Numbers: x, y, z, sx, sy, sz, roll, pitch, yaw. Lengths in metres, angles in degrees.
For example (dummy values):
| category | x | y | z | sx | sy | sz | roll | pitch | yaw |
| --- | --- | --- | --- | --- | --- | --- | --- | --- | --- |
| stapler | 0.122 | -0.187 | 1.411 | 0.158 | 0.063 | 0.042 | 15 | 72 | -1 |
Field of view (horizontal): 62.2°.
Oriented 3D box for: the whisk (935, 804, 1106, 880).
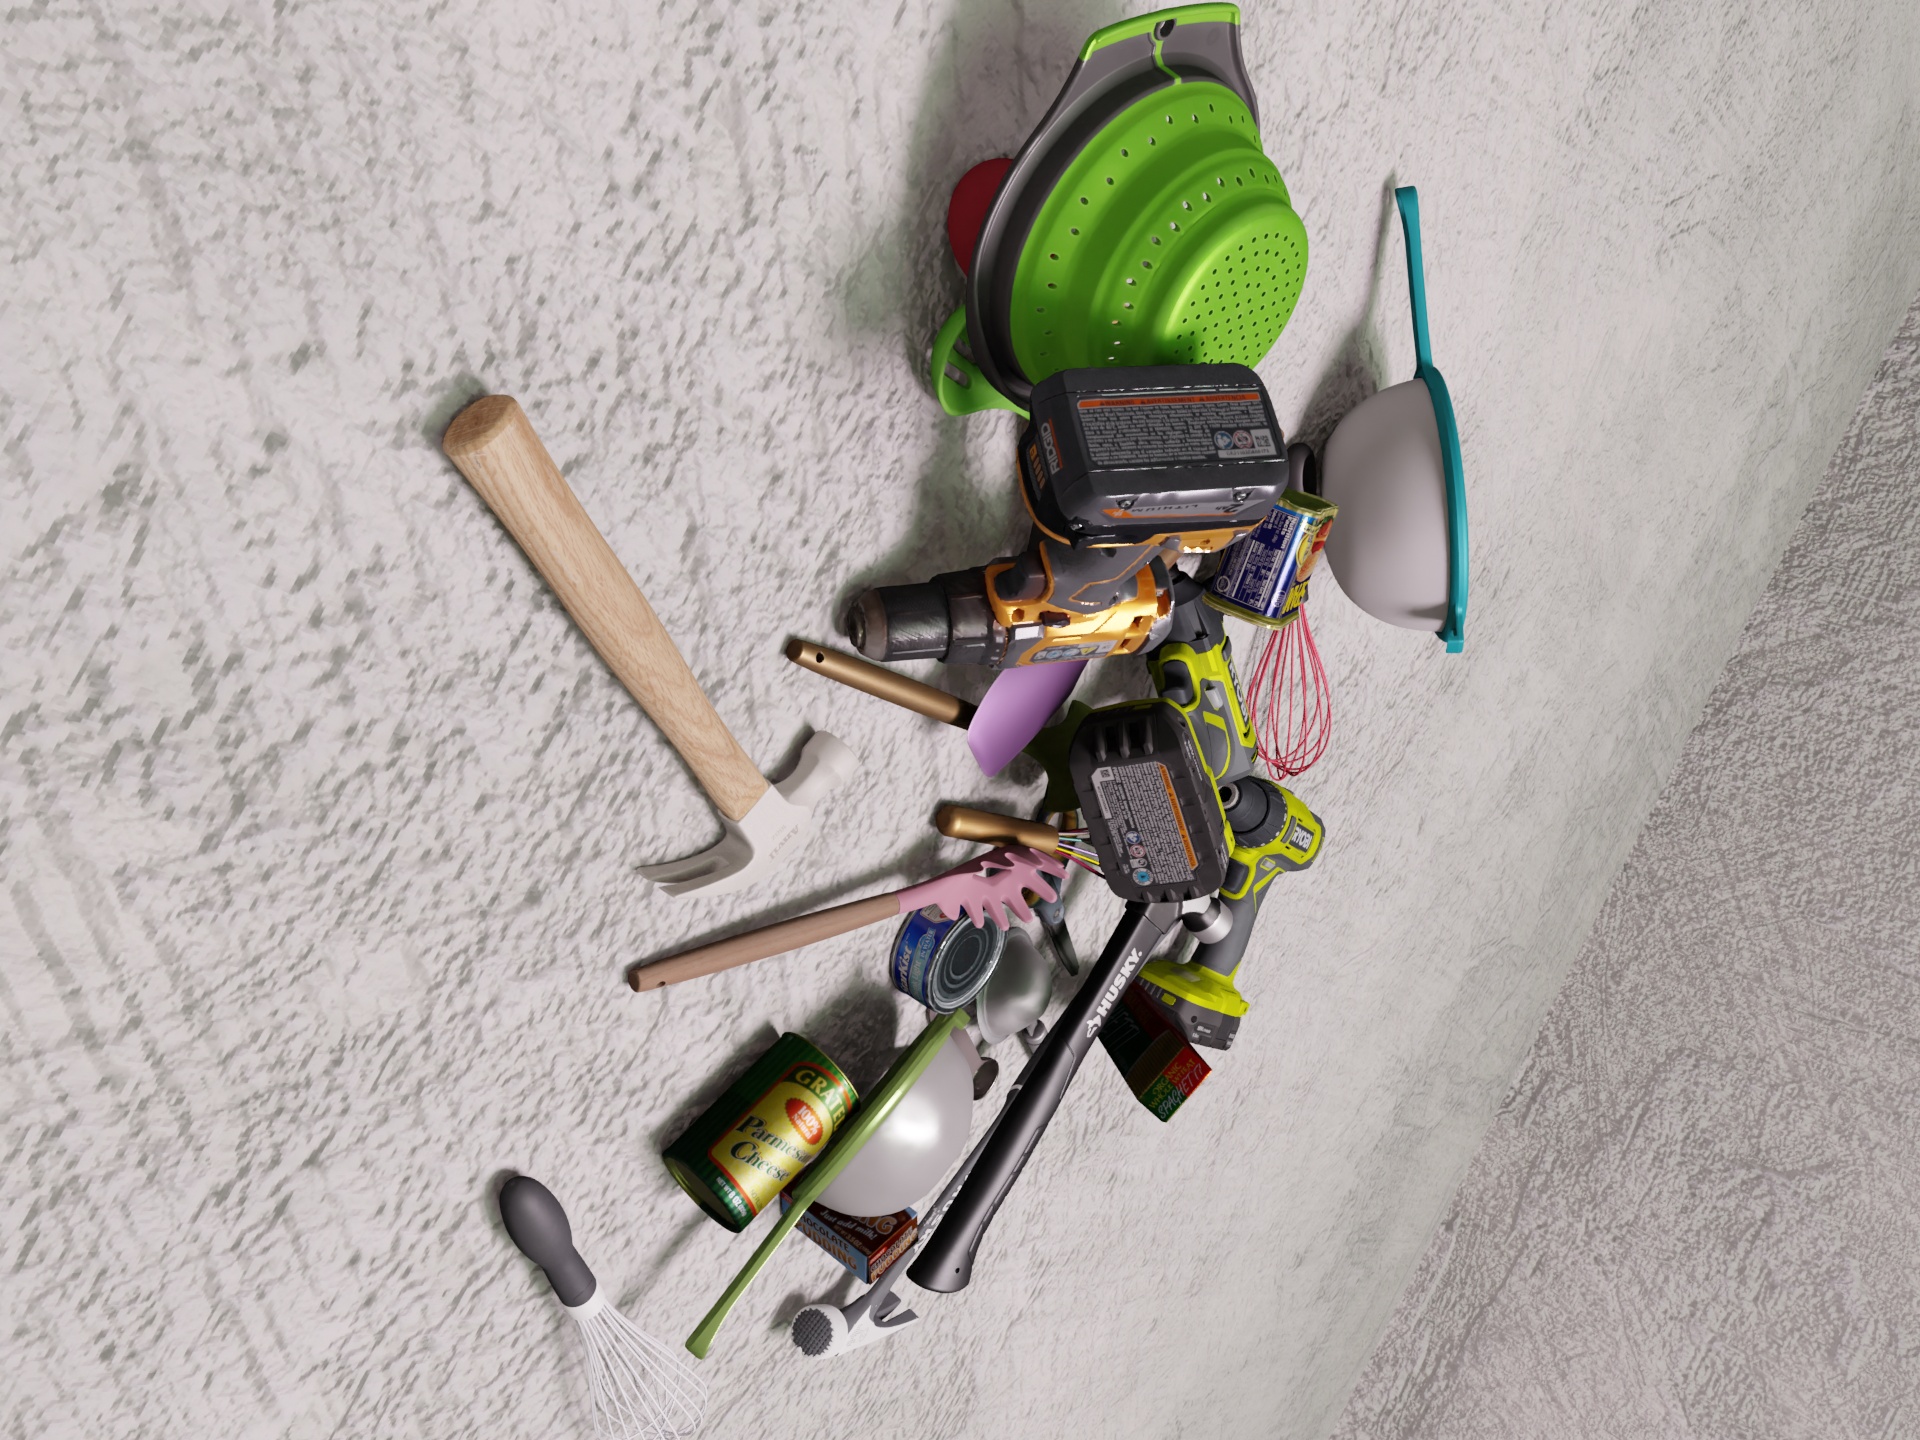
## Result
| category | x | y | z | sx | sy | sz | roll | pitch | yaw |
| --- | --- | --- | --- | --- | --- | --- | --- | --- | --- |
| whisk | 0.073 | 0.083 | 1.104 | 0.244 | 0.051 | 0.047 | 14 | 69 | -43 |

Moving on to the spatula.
| category | x | y | z | sx | sy | sz | roll | pitch | yaw |
| --- | --- | --- | --- | --- | --- | --- | --- | --- | --- |
| spatula | 0.109 | -0.087 | 1.003 | 0.316 | 0.018 | 0.059 | -46 | 134 | -21 |

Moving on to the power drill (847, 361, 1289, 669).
| category | x | y | z | sx | sy | sz | roll | pitch | yaw |
| --- | --- | --- | --- | --- | --- | --- | --- | --- | --- |
| power drill | 0.047 | -0.091 | 0.827 | 0.185 | 0.084 | 0.226 | -6 | 160 | -18 |

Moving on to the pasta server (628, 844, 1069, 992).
| category | x | y | z | sx | sy | sz | roll | pitch | yaw |
| --- | --- | --- | --- | --- | --- | --- | --- | --- | --- |
| pasta server | -0.057 | 0.121 | 0.953 | 0.316 | 0.040 | 0.060 | -11 | 138 | -43 |

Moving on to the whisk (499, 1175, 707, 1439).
| category | x | y | z | sx | sy | sz | roll | pitch | yaw |
| --- | --- | --- | --- | --- | --- | --- | --- | --- | --- |
| whisk | -0.207 | 0.349 | 0.918 | 0.070 | 0.070 | 0.284 | -41 | 136 | -31 |

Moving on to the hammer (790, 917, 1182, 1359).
| category | x | y | z | sx | sy | sz | roll | pitch | yaw |
| --- | --- | --- | --- | --- | --- | --- | --- | --- | --- |
| hammer | 0.035 | 0.295 | 1.168 | 0.409 | 0.036 | 0.149 | -53 | 154 | -1 |

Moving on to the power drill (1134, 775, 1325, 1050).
| category | x | y | z | sx | sy | sz | roll | pitch | yaw |
| --- | --- | --- | --- | --- | --- | --- | --- | --- | --- |
| power drill | 0.222 | 0.156 | 1.351 | 0.190 | 0.080 | 0.228 | 28 | 86 | -58 |

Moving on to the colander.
| category | x | y | z | sx | sy | sz | roll | pitch | yaw |
| --- | --- | --- | --- | --- | --- | --- | --- | --- | --- |
| colander | 0.098 | -0.172 | 0.868 | 0.204 | 0.095 | 0.396 | -27 | 146 | -31 |

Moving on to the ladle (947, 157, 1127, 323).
| category | x | y | z | sx | sy | sz | roll | pitch | yaw |
| --- | --- | --- | --- | --- | --- | --- | --- | --- | --- |
| ladle | 0.087 | -0.241 | 0.939 | 0.315 | 0.031 | 0.069 | 17 | 97 | -58 |

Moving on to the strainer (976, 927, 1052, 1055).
| category | x | y | z | sx | sy | sz | roll | pitch | yaw |
| --- | --- | --- | --- | --- | --- | --- | --- | --- | --- |
| strainer | 0.057 | 0.233 | 1.213 | 0.087 | 0.050 | 0.258 | -64 | 153 | -27 |

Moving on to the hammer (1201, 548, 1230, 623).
| category | x | y | z | sx | sy | sz | roll | pitch | yaw |
| --- | --- | --- | --- | --- | --- | --- | --- | --- | --- |
| hammer | 0.176 | -0.196 | 1.054 | 0.127 | 0.034 | 0.336 | -49 | 149 | -16 |

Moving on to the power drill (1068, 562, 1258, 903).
| category | x | y | z | sx | sy | sz | roll | pitch | yaw |
| --- | --- | --- | --- | --- | --- | --- | --- | --- | --- |
| power drill | 0.141 | 0.002 | 1.061 | 0.223 | 0.080 | 0.171 | -61 | 136 | -56 |

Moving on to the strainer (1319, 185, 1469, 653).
| category | x | y | z | sx | sy | sz | roll | pitch | yaw |
| --- | --- | --- | --- | --- | --- | --- | --- | --- | --- |
| strainer | 0.315 | -0.221 | 1.204 | 0.211 | 0.095 | 0.340 | -64 | 146 | -72 |

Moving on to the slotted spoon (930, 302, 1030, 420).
| category | x | y | z | sx | sy | sz | roll | pitch | yaw |
| --- | --- | --- | --- | --- | --- | --- | --- | --- | --- |
| slotted spoon | 0.061 | -0.168 | 0.950 | 0.070 | 0.031 | 0.313 | -58 | 149 | 3 |

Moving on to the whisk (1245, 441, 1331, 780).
| category | x | y | z | sx | sy | sz | roll | pitch | yaw |
| --- | --- | --- | --- | --- | --- | --- | --- | --- | --- |
| whisk | 0.265 | -0.079 | 1.267 | 0.073 | 0.073 | 0.295 | -31 | 129 | -39 |

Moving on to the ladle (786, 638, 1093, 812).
| category | x | y | z | sx | sy | sz | roll | pitch | yaw |
| --- | --- | --- | --- | --- | --- | --- | --- | --- | --- |
| ladle | -0.002 | -0.003 | 0.975 | 0.320 | 0.062 | 0.078 | 21 | 83 | -50 |

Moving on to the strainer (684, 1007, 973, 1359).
| category | x | y | z | sx | sy | sz | roll | pitch | yaw |
| --- | --- | --- | --- | --- | --- | --- | --- | --- | --- |
| strainer | -0.066 | 0.302 | 0.996 | 0.256 | 0.069 | 0.151 | -50 | 176 | -27 |

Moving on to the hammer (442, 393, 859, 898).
| category | x | y | z | sx | sy | sz | roll | pitch | yaw |
| --- | --- | --- | --- | --- | --- | --- | --- | --- | --- |
| hammer | -0.149 | -0.023 | 0.759 | 0.130 | 0.031 | 0.331 | -51 | 145 | -19 |

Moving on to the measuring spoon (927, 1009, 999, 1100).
| category | x | y | z | sx | sy | sz | roll | pitch | yaw |
| --- | --- | --- | --- | --- | --- | --- | --- | --- | --- |
| measuring spoon | -0.003 | 0.236 | 1.157 | 0.034 | 0.018 | 0.124 | -49 | 137 | -21 |

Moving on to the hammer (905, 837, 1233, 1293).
| category | x | y | z | sx | sy | sz | roll | pitch | yaw |
| --- | --- | --- | --- | --- | --- | --- | --- | --- | --- |
| hammer | 0.063 | 0.233 | 1.076 | 0.146 | 0.035 | 0.335 | 43 | 74 | -38 |
